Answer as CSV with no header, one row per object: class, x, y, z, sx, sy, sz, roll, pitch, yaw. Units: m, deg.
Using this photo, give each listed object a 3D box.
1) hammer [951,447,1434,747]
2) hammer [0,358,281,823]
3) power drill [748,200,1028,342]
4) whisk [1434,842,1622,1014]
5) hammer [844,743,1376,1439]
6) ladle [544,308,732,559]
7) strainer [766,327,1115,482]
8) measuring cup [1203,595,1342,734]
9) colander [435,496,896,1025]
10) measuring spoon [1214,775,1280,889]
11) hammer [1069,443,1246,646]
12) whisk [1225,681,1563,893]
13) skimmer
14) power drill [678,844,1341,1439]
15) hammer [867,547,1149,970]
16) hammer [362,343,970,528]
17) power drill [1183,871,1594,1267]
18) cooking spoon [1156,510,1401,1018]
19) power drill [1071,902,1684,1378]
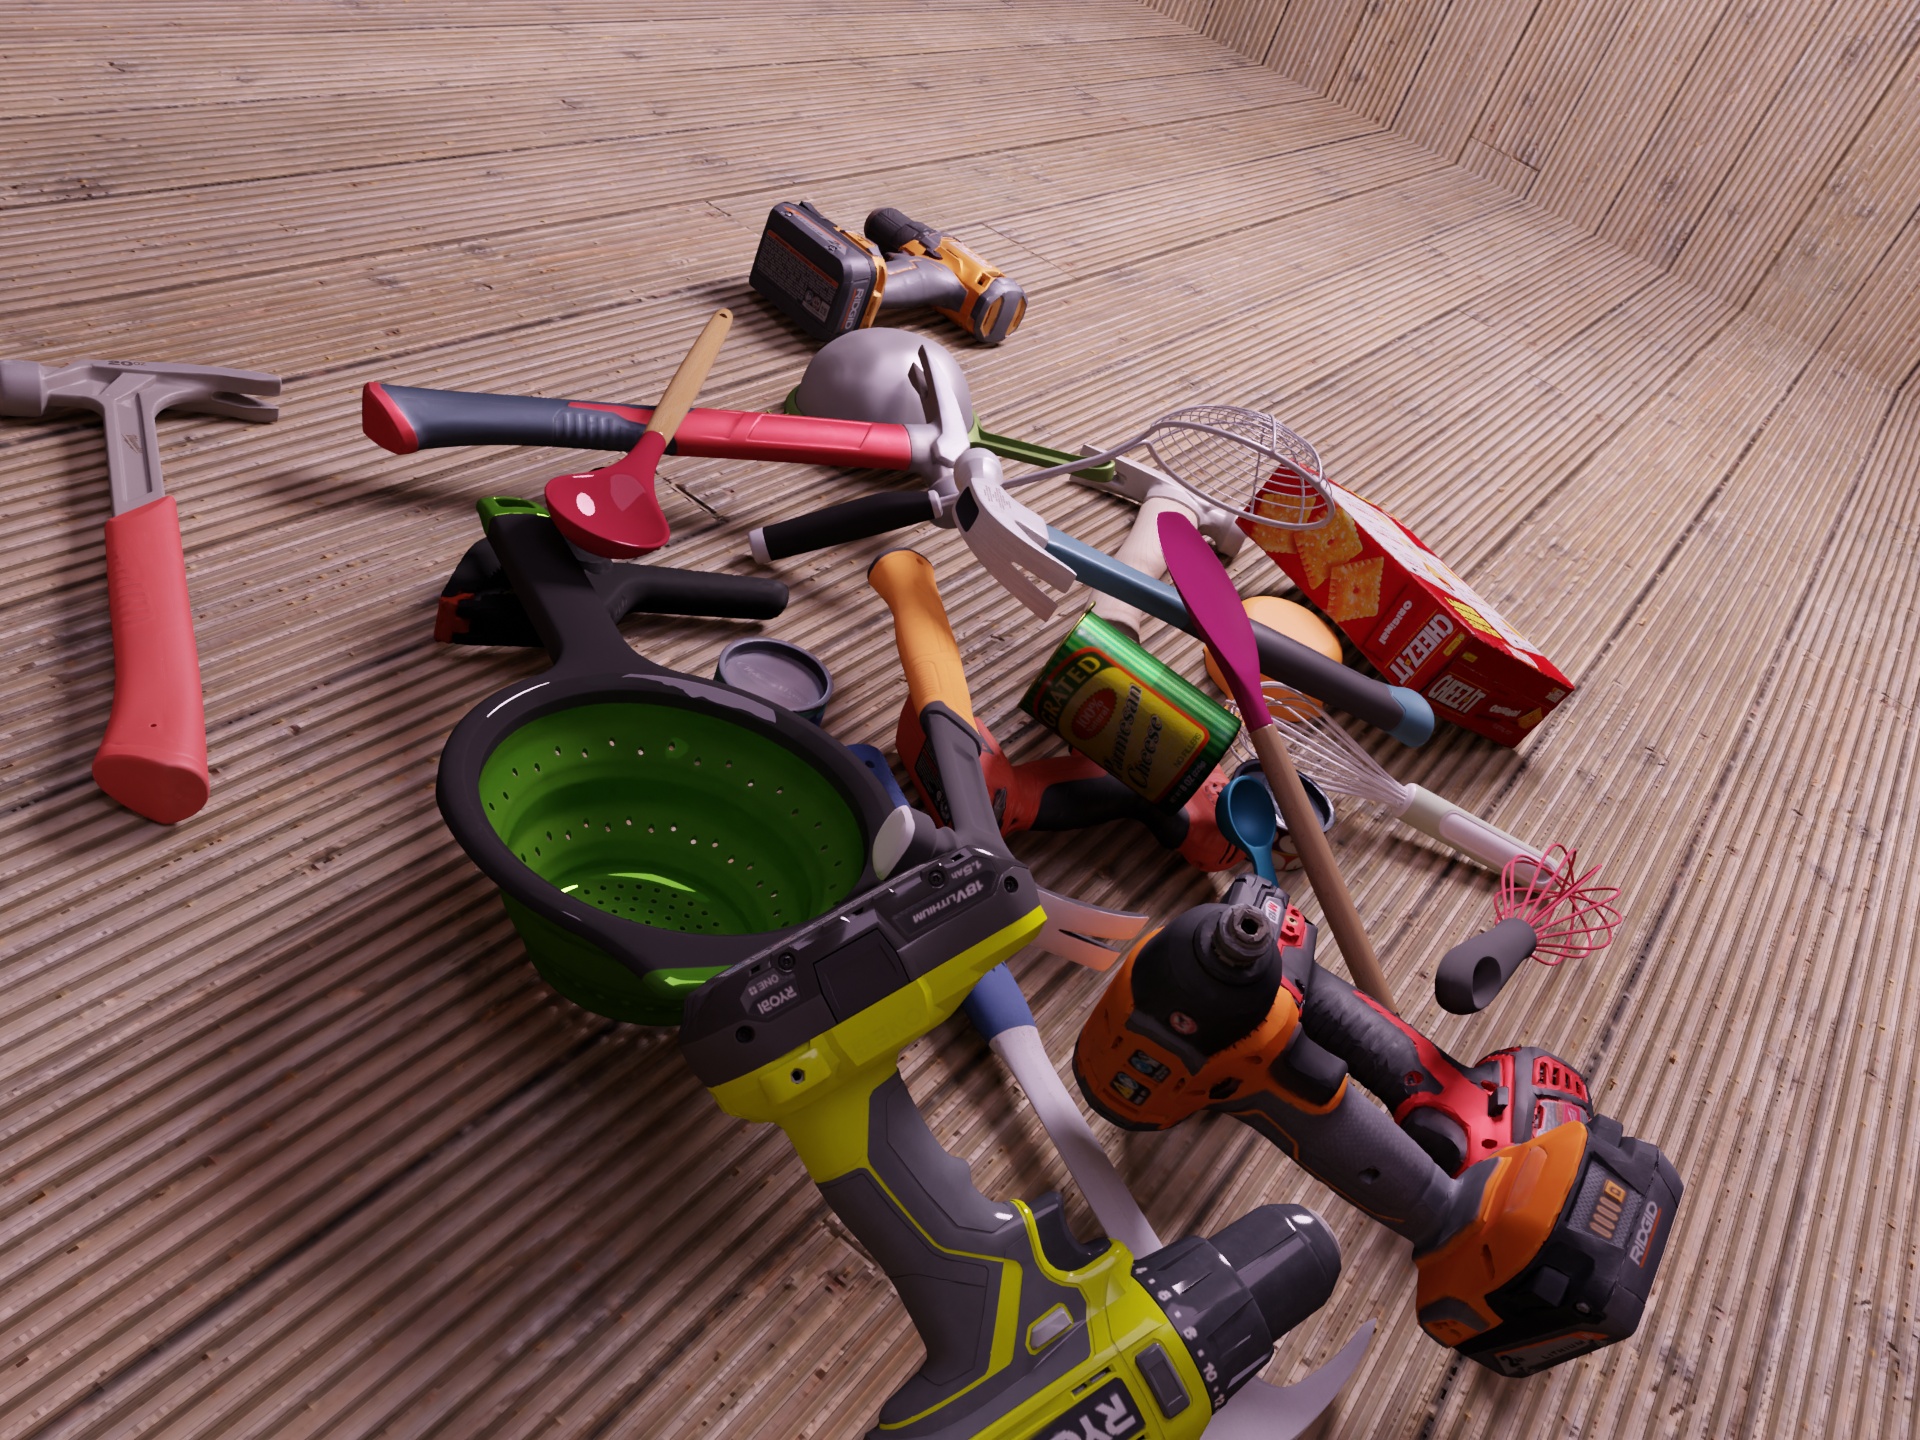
hammer,0.145,-0.061,0.955,0.330,0.033,0.128,23,29,-18
hammer,-0.410,-0.084,0.821,0.149,0.036,0.359,-2,42,-30
power drill,-0.074,-0.394,1.375,0.226,0.084,0.185,-14,48,-46
whisk,0.309,0.117,0.873,0.073,0.073,0.295,40,23,23
hammer,0.034,0.157,0.747,0.144,0.035,0.406,-5,43,-32
ladle,-0.175,-0.178,0.938,0.069,0.031,0.316,26,36,-11
strainer,-0.005,-0.236,1.172,0.256,0.069,0.151,17,34,13
measuring cup,0.200,-0.030,1.065,0.095,0.052,0.173,32,34,13
colander,-0.172,0.021,0.768,0.204,0.094,0.398,-2,37,-34
measuring spoon,0.161,0.095,0.868,0.042,0.021,0.129,-2,79,-44
hammer,0.109,-0.104,1.076,0.146,0.038,0.411,24,26,5
whisk,0.274,0.046,1.004,0.246,0.058,0.059,28,1,-5
skimmer,0.049,-0.126,1.010,0.363,0.127,0.090,-14,79,1
power drill,0.019,0.165,0.576,0.190,0.080,0.228,-27,88,-18
hammer,-0.001,-0.003,0.817,0.127,0.034,0.337,25,23,-23
hammer,-0.178,-0.197,1.020,0.386,0.038,0.143,0,57,-24
power drill,0.206,0.180,0.775,0.219,0.078,0.143,30,32,4
cooking spoon,0.176,0.028,0.877,0.068,0.017,0.319,-9,74,-55
power drill,0.161,0.159,0.639,0.226,0.164,0.084,31,58,10
